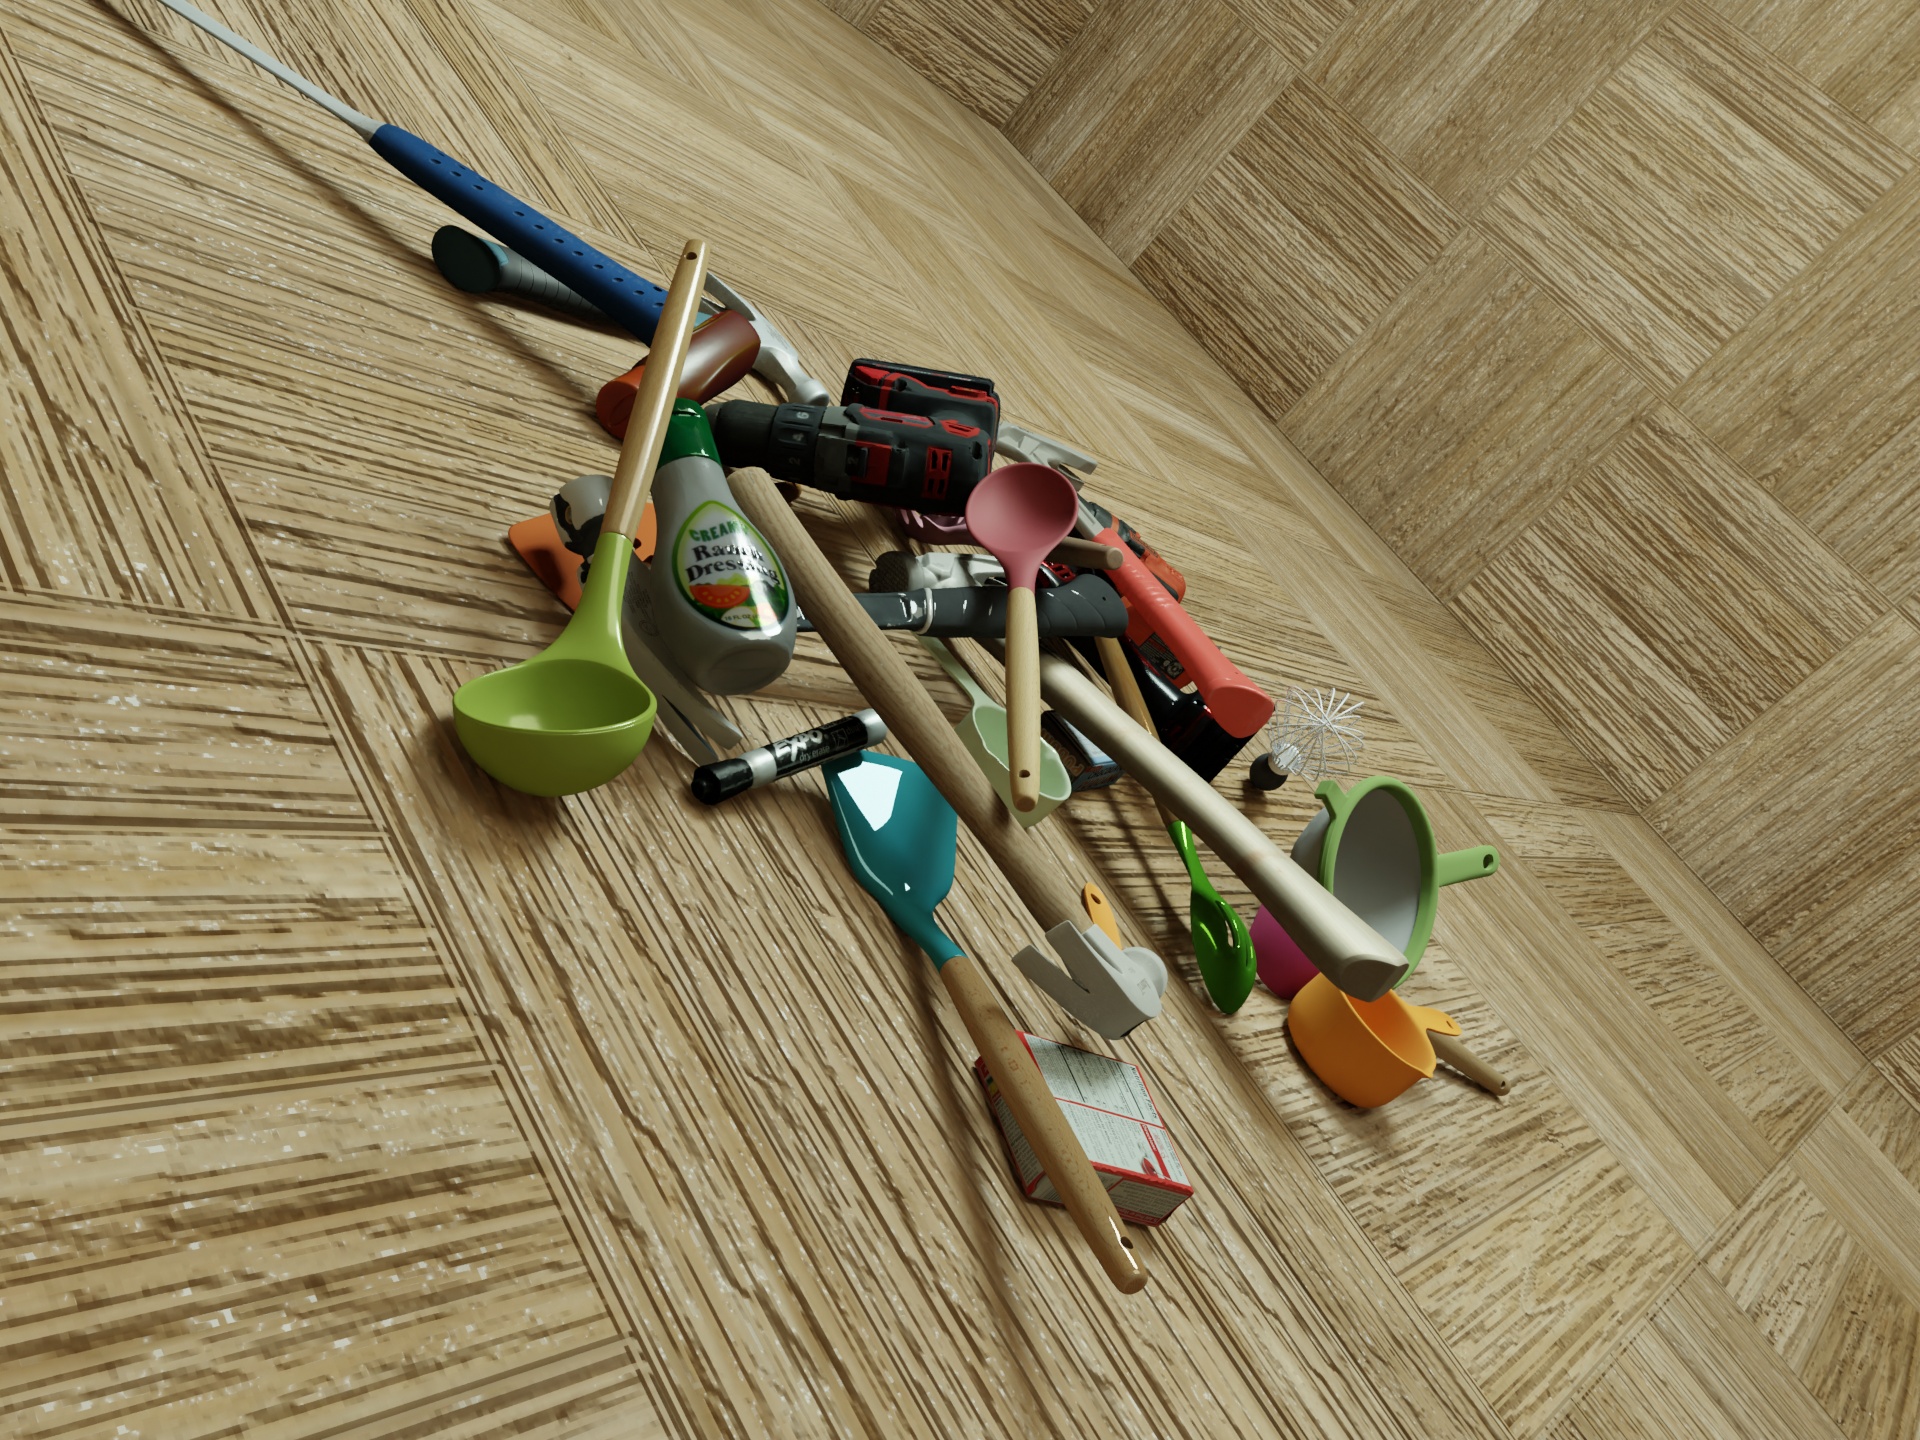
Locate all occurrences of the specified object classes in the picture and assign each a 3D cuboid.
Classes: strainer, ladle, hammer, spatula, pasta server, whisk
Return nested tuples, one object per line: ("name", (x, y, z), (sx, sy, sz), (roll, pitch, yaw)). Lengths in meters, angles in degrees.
("strainer", (0.308, 0.112, 1.159), (0.256, 0.069, 0.151), (-3, 91, -46))
("ladle", (0.034, -0.054, 0.864), (0.316, 0.069, 0.031), (-88, 170, -54))
("hammer", (0.127, -0.113, 1.191), (0.149, 0.036, 0.359), (15, 30, -42))
("spatula", (0.010, 0.117, 0.698), (0.082, 0.044, 0.318), (15, 23, -32))
("spatula", (-0.149, -0.111, 0.910), (0.081, 0.041, 0.323), (45, 18, -1))
("hammer", (-0.344, -0.338, 0.908), (0.405, 0.035, 0.144), (32, 24, -9))
("hammer", (0.116, 0.020, 0.990), (0.146, 0.038, 0.411), (-4, 41, -50))
("hammer", (-0.014, 0.012, 0.764), (0.331, 0.031, 0.130), (53, 11, 8))
("hammer", (-0.031, -0.057, 0.884), (0.408, 0.036, 0.149), (-5, 63, -50))
("ladle", (-0.147, -0.106, 0.696), (0.078, 0.062, 0.320), (7, 58, 1))
("pasta server", (0.027, -0.128, 1.055), (0.060, 0.040, 0.316), (-4, 12, -22))
("whisk", (0.247, 0.025, 1.182), (0.070, 0.070, 0.284), (47, -5, 9))
("hammer", (-0.218, -0.277, 1.075), (0.128, 0.033, 0.331), (52, 23, 18))

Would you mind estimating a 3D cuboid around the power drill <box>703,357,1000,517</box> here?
("power drill", (-0.065, -0.194, 1.084), (0.188, 0.080, 0.227), (10, 19, 4))

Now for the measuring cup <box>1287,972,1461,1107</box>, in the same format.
("measuring cup", (0.271, 0.205, 1.020), (0.173, 0.052, 0.095), (18, 33, -51))

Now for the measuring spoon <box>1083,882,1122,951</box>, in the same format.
("measuring spoon", (0.080, 0.126, 0.891), (0.021, 0.011, 0.117), (35, 20, -19))

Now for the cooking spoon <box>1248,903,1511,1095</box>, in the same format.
("cooking spoon", (0.292, 0.196, 1.079), (0.318, 0.069, 0.017), (35, -14, -35))

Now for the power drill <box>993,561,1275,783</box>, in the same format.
("power drill", (0.127, -0.049, 1.207), (0.220, 0.078, 0.143), (43, 22, 7))

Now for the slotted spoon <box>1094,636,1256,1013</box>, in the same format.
("slotted spoon", (0.133, 0.048, 1.034), (0.070, 0.031, 0.314), (38, 27, -45))

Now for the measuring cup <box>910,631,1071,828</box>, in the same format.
("measuring cup", (-0.002, -0.003, 0.948), (0.168, 0.038, 0.083), (51, 23, 23))
